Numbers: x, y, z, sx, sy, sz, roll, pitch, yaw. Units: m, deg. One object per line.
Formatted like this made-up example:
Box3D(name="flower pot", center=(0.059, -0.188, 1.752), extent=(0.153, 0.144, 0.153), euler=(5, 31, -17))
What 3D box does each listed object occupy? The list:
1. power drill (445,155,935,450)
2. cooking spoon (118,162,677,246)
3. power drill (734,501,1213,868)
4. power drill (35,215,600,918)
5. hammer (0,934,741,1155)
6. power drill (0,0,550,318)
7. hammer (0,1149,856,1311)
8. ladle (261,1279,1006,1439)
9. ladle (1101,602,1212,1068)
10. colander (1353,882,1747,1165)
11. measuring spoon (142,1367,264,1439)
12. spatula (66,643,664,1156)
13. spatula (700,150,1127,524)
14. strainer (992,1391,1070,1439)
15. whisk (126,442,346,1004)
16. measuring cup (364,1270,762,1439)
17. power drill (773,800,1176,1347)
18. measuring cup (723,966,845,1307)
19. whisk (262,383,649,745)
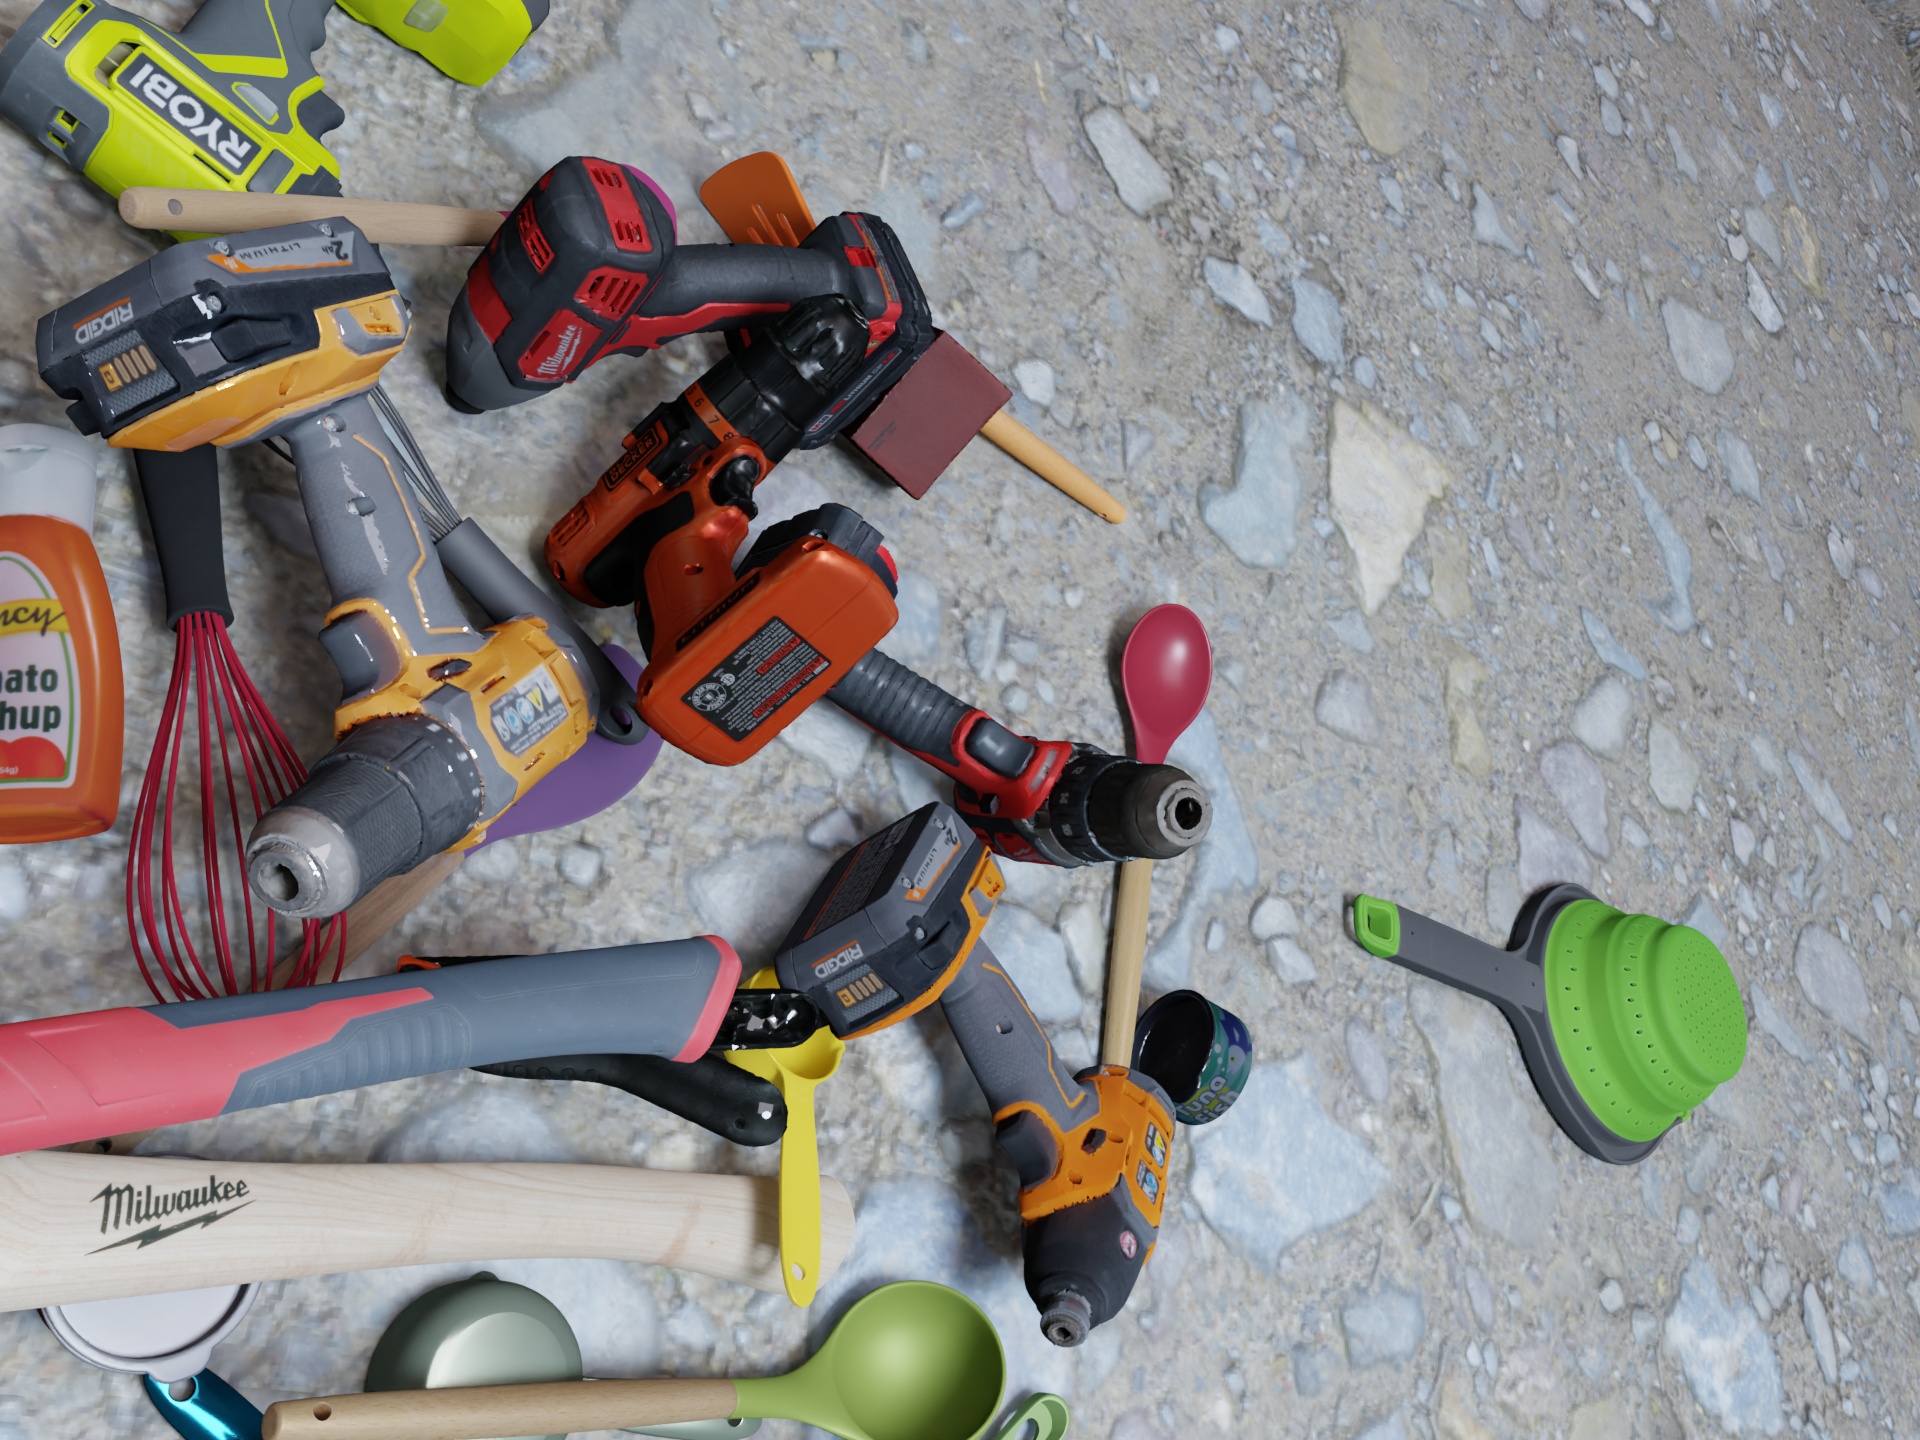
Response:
Box3D(name="power drill", center=(-0.131, -0.187, 0.749), extent=(0.219, 0.143, 0.079), euler=(-8, 70, -48))
Box3D(name="cooking spoon", center=(-0.222, -0.217, 0.699), extent=(0.319, 0.017, 0.068), euler=(-27, 122, -60))
Box3D(name="power drill", center=(-0.001, -0.002, 0.748), extent=(0.226, 0.188, 0.080), euler=(37, 75, -20))
Box3D(name="power drill", center=(-0.229, -0.052, 0.569), extent=(0.226, 0.084, 0.185), euler=(66, 21, -16))
Box3D(name="hammer", center=(-0.232, 0.085, 0.463), extent=(0.386, 0.038, 0.143), euler=(-2, 61, -45))
Box3D(name="power drill", center=(-0.281, -0.288, 0.702), extent=(0.171, 0.080, 0.223), euler=(38, 55, -29))
Box3D(name="hammer", center=(-0.188, 0.165, 0.562), extent=(0.410, 0.038, 0.146), euler=(20, 49, -49))
Box3D(name="ladle", center=(-0.103, 0.253, 0.605), extent=(0.319, 0.062, 0.078), euler=(21, 30, -45))
Box3D(name="ladle", center=(0.104, 0.074, 0.912), extent=(0.069, 0.031, 0.316), euler=(25, 59, -27))
Box3D(name="colander", center=(0.428, 0.181, 1.094), extent=(0.396, 0.094, 0.205), euler=(23, 59, -32))
Box3D(name="measuring spoon", center=(-0.231, 0.263, 0.551), extent=(0.128, 0.021, 0.042), euler=(50, 48, -15))
Box3D(name="spatula", center=(-0.222, 0.068, 0.642), extent=(0.059, 0.018, 0.316), euler=(49, 48, -8))
Box3D(name="spatula", center=(-0.012, -0.204, 0.913), extent=(0.322, 0.081, 0.041), euler=(31, 72, -34))
Box3D(name="strainer", center=(-0.019, 0.371, 0.655), extent=(0.256, 0.069, 0.151), euler=(-33, 95, -41))
Box3D(name="whisk", center=(-0.284, -0.020, 0.598), extent=(0.073, 0.073, 0.296), euler=(-1, 65, -40))
Box3D(name="measuring cup", center=(-0.142, 0.263, 0.615), extent=(0.167, 0.038, 0.083), euler=(22, 59, -30))
Box3D(name="power drill", center=(0.016, 0.166, 0.734), extent=(0.226, 0.084, 0.164), euler=(54, 24, -11))
Box3D(name="measuring cup", center=(-0.078, 0.178, 0.680), extent=(0.062, 0.029, 0.157), euler=(34, 34, -36))
Box3D(name="whisk", center=(-0.220, -0.076, 0.680), extent=(0.238, 0.055, 0.055), euler=(48, 49, -15))
